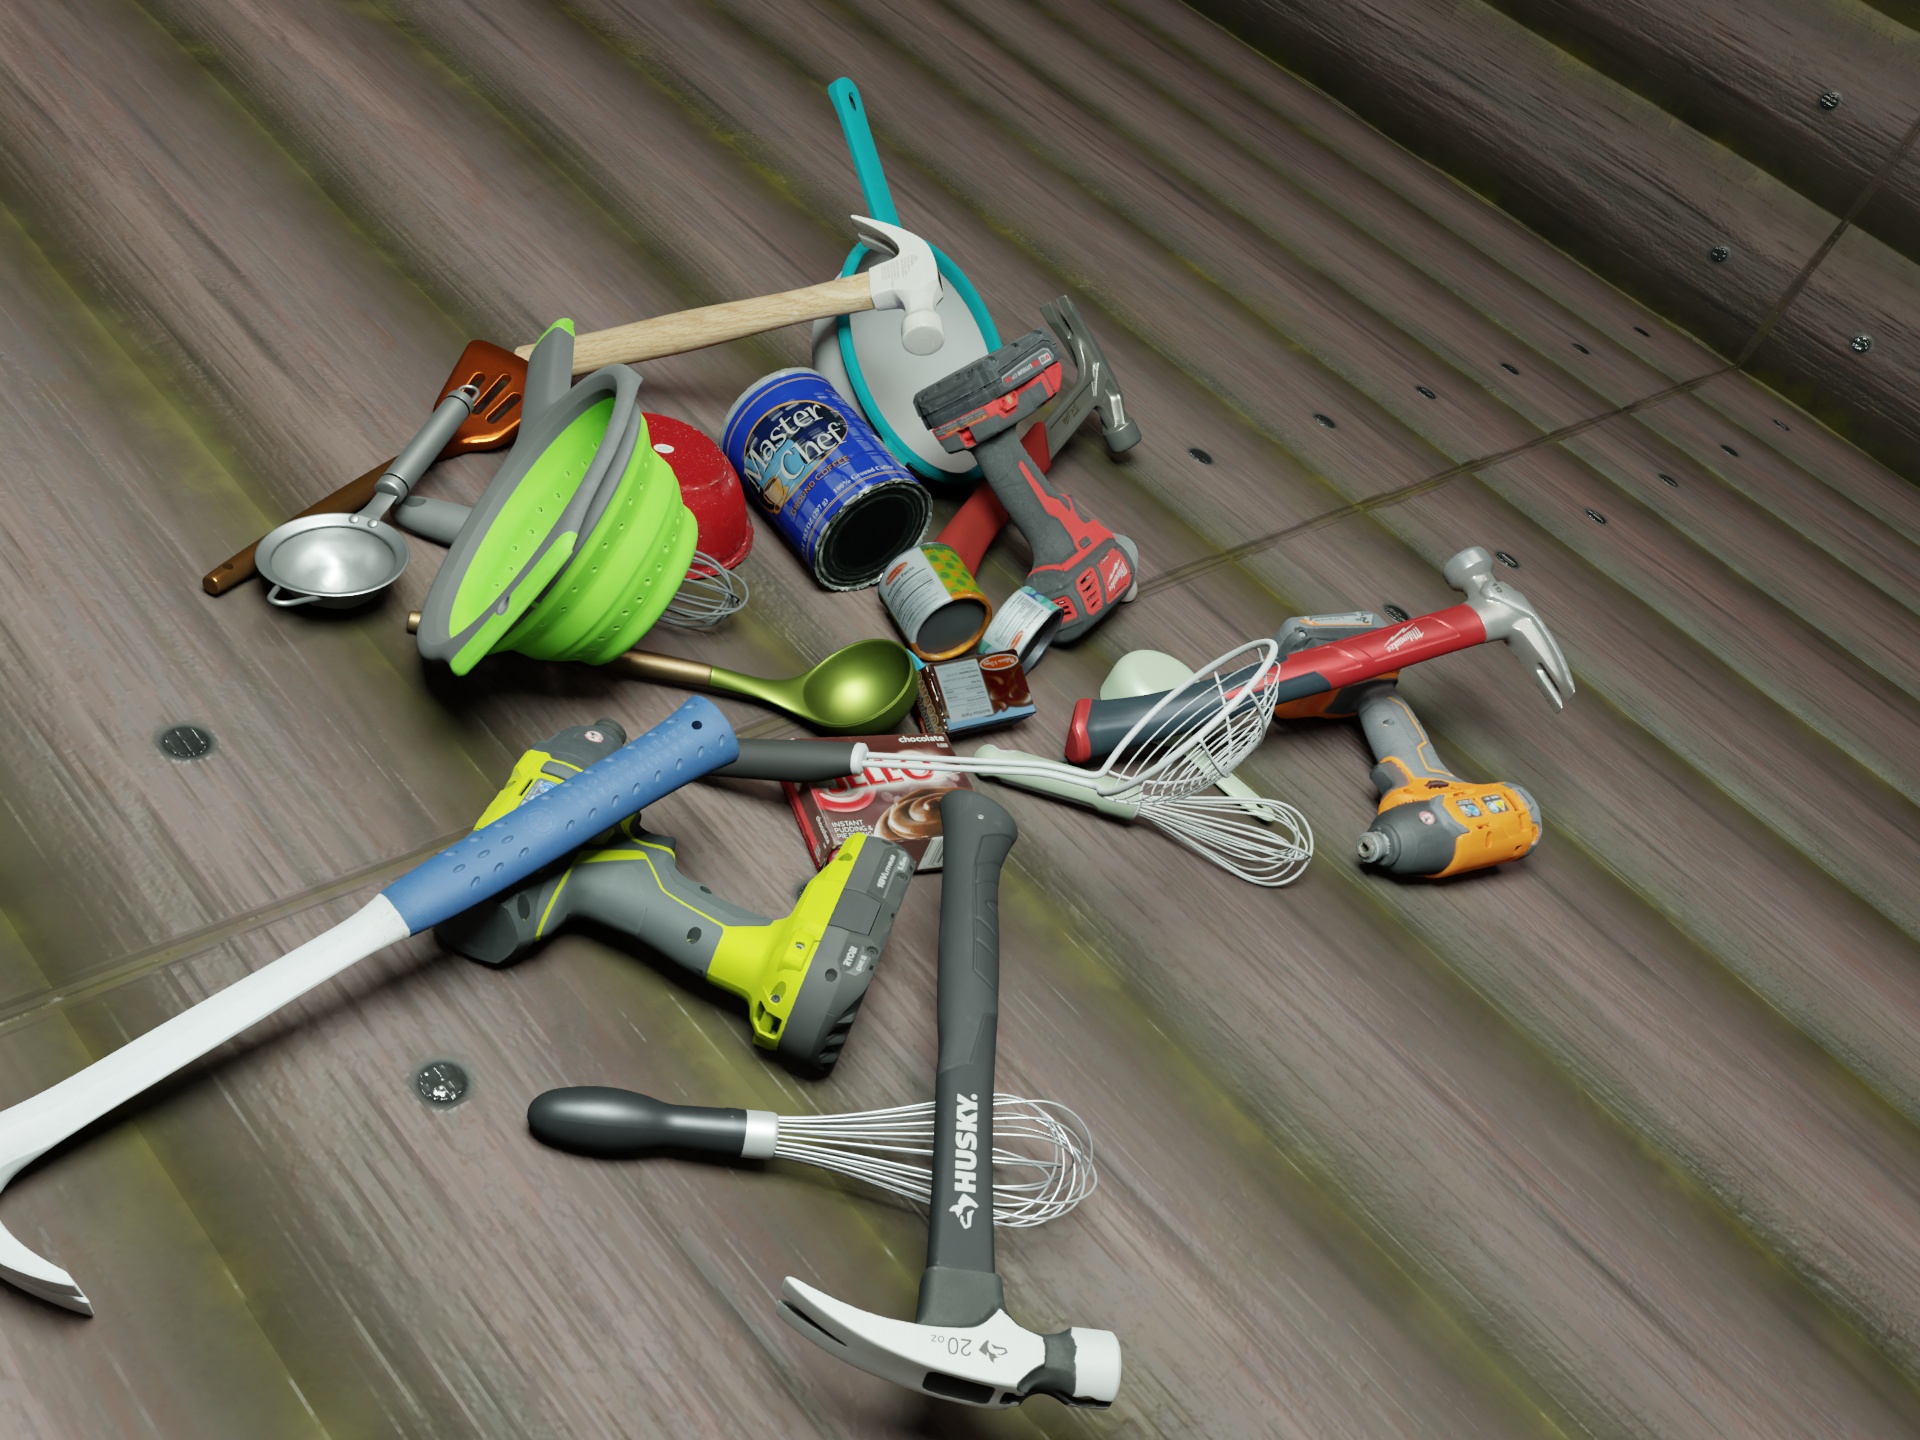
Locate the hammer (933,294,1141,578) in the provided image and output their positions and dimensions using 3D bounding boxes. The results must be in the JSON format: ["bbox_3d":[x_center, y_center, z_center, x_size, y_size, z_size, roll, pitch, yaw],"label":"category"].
[{"bbox_3d":[0.049,-0.218,1.315,0.149,0.037,0.359,57,41,-20],"label":"hammer"}]

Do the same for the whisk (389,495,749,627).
[{"bbox_3d":[-0.257,-0.110,1.052,0.239,0.055,0.055,16,38,-7],"label":"whisk"}]

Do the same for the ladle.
[{"bbox_3d":[-0.183,-0.042,1.008,0.320,0.062,0.078,10,41,-16],"label":"ladle"}]

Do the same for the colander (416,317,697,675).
[{"bbox_3d":[-0.234,-0.147,1.000,0.094,0.204,0.398,35,23,-30],"label":"colander"}]

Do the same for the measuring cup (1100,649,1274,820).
[{"bbox_3d":[0.176,0.008,1.172,0.083,0.038,0.168,-19,54,-44],"label":"measuring cup"}]

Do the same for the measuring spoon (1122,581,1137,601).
[{"bbox_3d":[0.096,-0.140,1.318,0.124,0.018,0.034,35,38,13],"label":"measuring spoon"}]

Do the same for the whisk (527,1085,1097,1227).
[{"bbox_3d":[-0.068,0.207,0.783,0.284,0.070,0.070,10,40,-13],"label":"whisk"}]

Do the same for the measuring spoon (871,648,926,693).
[{"bbox_3d":[-0.010,-0.021,1.121,0.128,0.021,0.042,13,55,-32],"label":"measuring spoon"}]

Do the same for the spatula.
[{"bbox_3d":[-0.381,-0.168,1.051,0.081,0.041,0.323,30,38,3],"label":"spatula"}]

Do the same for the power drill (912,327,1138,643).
[{"bbox_3d":[0.066,-0.181,1.232,0.143,0.078,0.219,-41,108,-48],"label":"power drill"}]

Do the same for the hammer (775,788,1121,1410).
[{"bbox_3d":[-0.003,0.163,0.782,0.146,0.035,0.335,9,44,-7],"label":"hammer"}]

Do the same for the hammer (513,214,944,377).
[{"bbox_3d":[-0.176,-0.299,1.189,0.331,0.031,0.130,-10,58,9],"label":"hammer"}]

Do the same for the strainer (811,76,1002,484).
[{"bbox_3d":[-0.075,-0.347,1.310,0.211,0.095,0.340,-19,92,-52],"label":"strainer"}]

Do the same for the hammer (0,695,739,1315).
[{"bbox_3d":[-0.267,0.100,0.732,0.405,0.035,0.144,-33,66,-34],"label":"hammer"}]

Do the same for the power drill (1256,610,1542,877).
[{"bbox_3d":[0.317,0.023,1.208,0.164,0.084,0.227,-7,51,-34],"label":"power drill"}]

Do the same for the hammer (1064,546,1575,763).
[{"bbox_3d":[0.258,-0.022,1.155,0.386,0.038,0.143,-16,61,-18],"label":"hammer"}]

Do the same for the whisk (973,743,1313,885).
[{"bbox_3d":[0.126,0.059,1.082,0.246,0.059,0.058,16,1,-7],"label":"whisk"}]

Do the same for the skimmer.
[{"bbox_3d":[-0.001,-0.003,0.917,0.363,0.090,0.127,2,21,12],"label":"skimmer"}]

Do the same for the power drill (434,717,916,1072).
[{"bbox_3d":[-0.146,0.085,0.862,0.223,0.080,0.171,22,38,0],"label":"power drill"}]

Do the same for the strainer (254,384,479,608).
[{"bbox_3d":[-0.361,-0.139,1.001,0.087,0.050,0.259,15,46,3],"label":"strainer"}]
